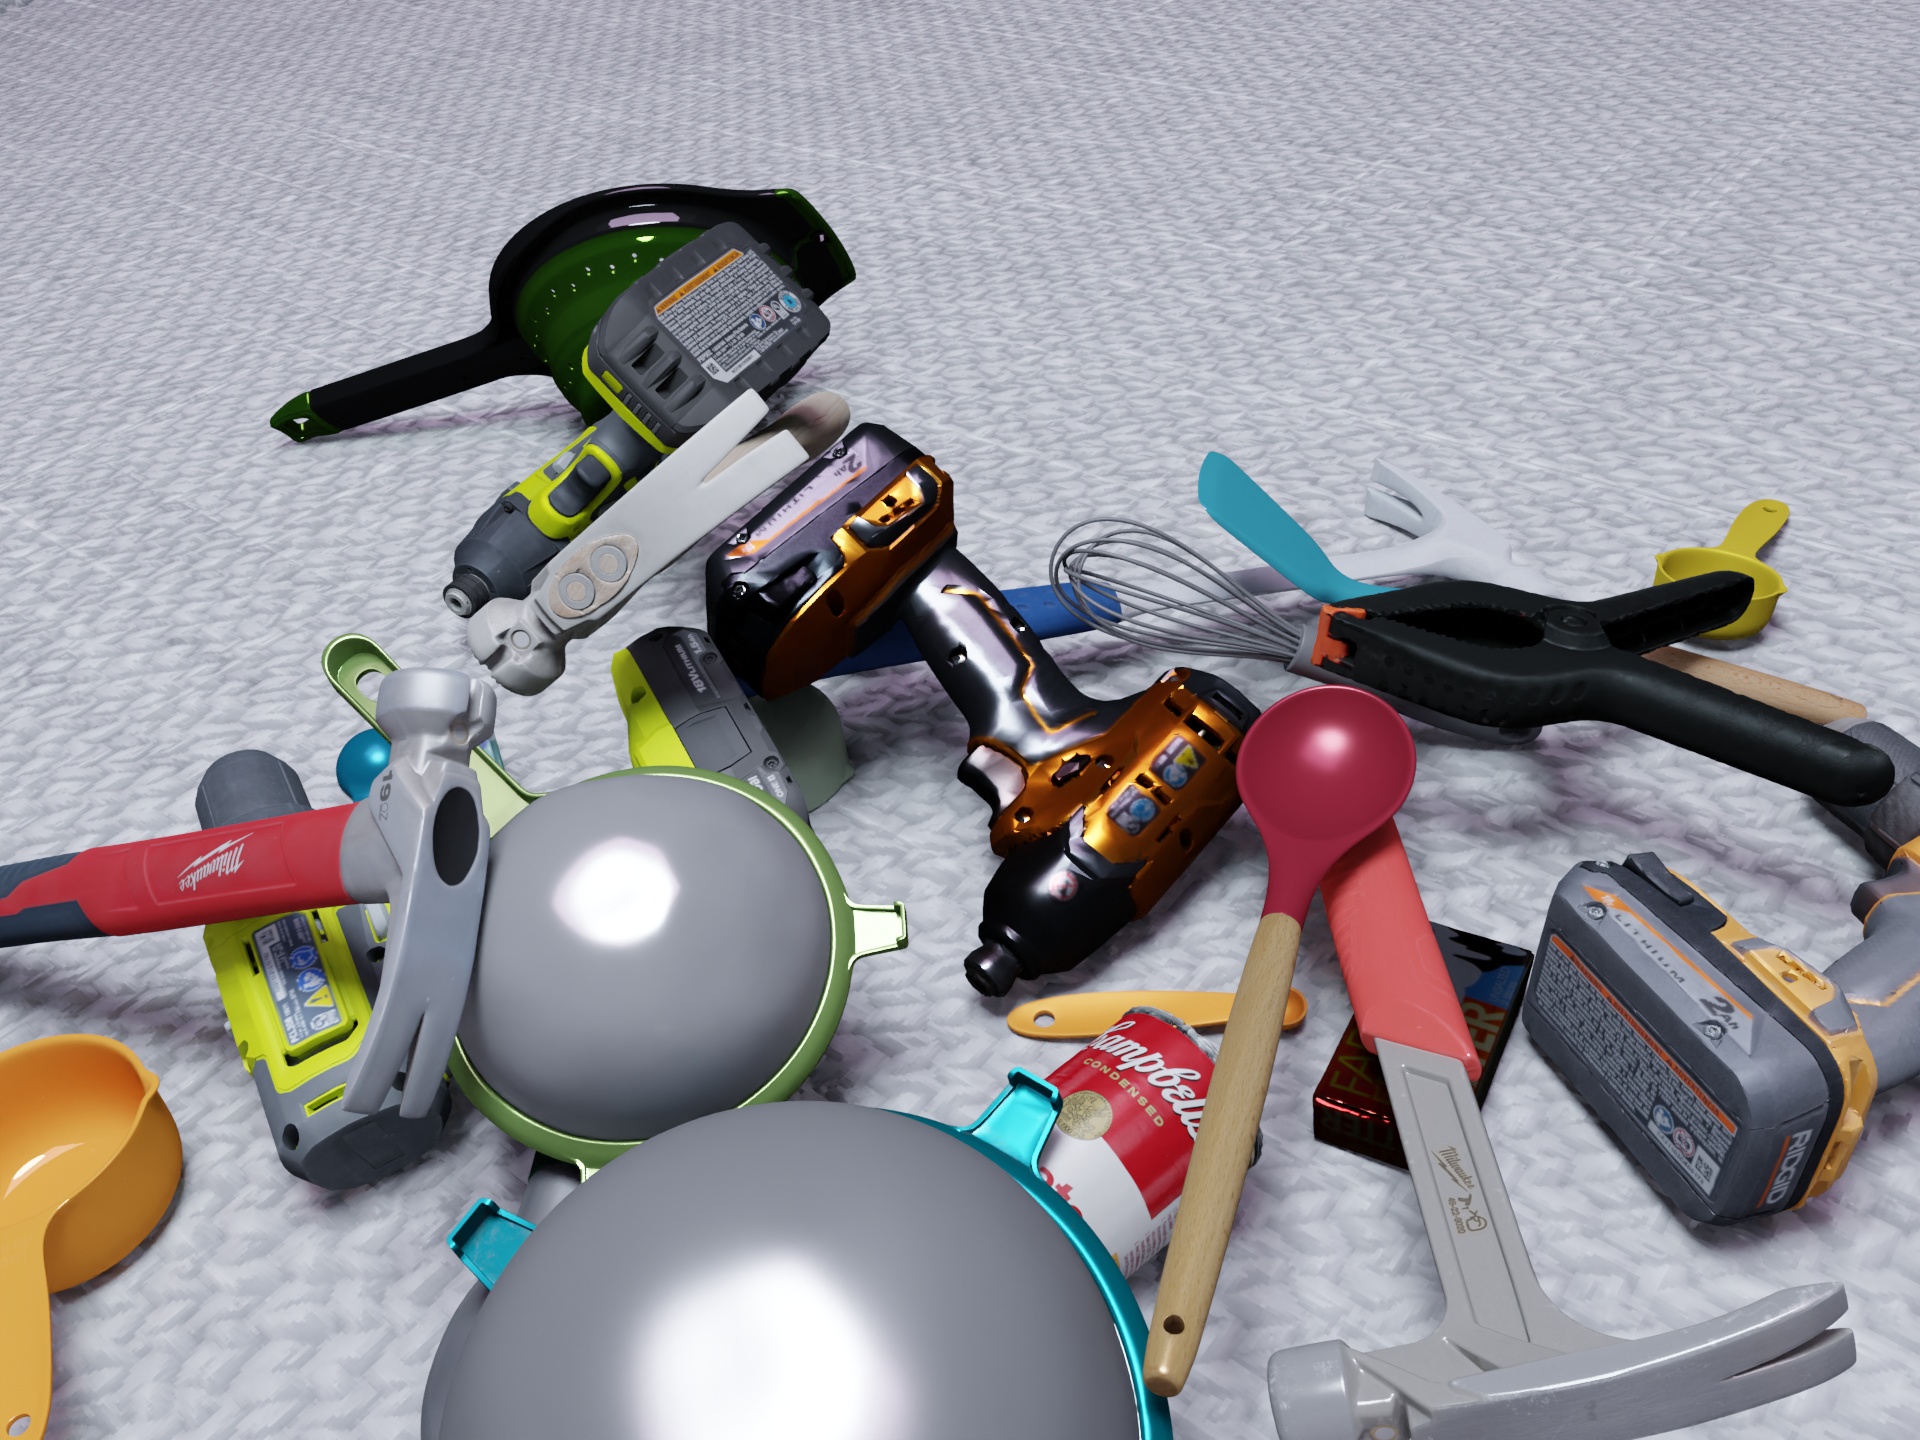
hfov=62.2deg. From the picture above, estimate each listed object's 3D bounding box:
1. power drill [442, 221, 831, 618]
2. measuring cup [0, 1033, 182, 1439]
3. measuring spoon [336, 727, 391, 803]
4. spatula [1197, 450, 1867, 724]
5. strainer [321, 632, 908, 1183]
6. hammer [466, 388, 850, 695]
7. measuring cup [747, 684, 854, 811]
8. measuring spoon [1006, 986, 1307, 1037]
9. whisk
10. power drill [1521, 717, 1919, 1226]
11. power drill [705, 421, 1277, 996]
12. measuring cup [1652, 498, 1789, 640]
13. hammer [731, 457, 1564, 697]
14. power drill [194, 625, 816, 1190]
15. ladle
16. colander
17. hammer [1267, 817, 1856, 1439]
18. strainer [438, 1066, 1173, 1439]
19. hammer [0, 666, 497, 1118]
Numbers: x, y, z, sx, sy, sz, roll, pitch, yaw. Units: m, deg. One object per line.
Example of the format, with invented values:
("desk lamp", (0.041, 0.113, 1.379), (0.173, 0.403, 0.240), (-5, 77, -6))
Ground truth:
("power drill", (-0.178, -0.144, 0.831), (0.080, 0.223, 0.171), (45, 44, -10))
("measuring cup", (-0.314, 0.188, 0.549), (0.095, 0.052, 0.174), (-19, 43, -16))
("measuring spoon", (-0.283, 0.043, 0.743), (0.042, 0.021, 0.129), (-6, 38, 0))
("spatula", (0.258, -0.053, 0.728), (0.317, 0.044, 0.082), (16, 29, 5))
("strainer", (-0.151, 0.038, 0.561), (0.256, 0.069, 0.151), (40, 69, 19))
("hammer", (-0.098, -0.124, 0.760), (0.146, 0.038, 0.411), (-37, 11, 17))
("measuring cup", (-0.099, 0.037, 0.713), (0.083, 0.038, 0.168), (2, 38, 10))
("measuring spoon", (0.076, 0.116, 0.622), (0.117, 0.011, 0.021), (-4, 40, 7))
("whisk", (0.154, -0.036, 0.719), (0.239, 0.055, 0.055), (19, 40, -5))
("power drill", (0.323, 0.076, 0.587), (0.226, 0.084, 0.186), (-13, 37, -14))
("power drill", (-0.001, -0.002, 0.664), (0.226, 0.084, 0.164), (40, 67, 10))
("measuring cup", (0.398, -0.080, 0.814), (0.062, 0.029, 0.156), (22, 35, 30))
("hammer", (0.083, -0.062, 0.785), (0.405, 0.035, 0.144), (-9, 38, -14))
("power drill", (-0.188, 0.053, 0.641), (0.228, 0.080, 0.191), (-25, 58, -14))
("ladle", (0.105, 0.087, 0.540), (0.069, 0.031, 0.316), (5, 36, 20))
("colander", (-0.255, -0.206, 0.989), (0.397, 0.204, 0.095), (-14, 72, 14))
("hammer", (0.165, 0.091, 0.565), (0.149, 0.036, 0.359), (-17, 28, 12))
("strainer", (-0.040, 0.227, 0.370), (0.211, 0.095, 0.341), (-13, 48, -1))
("hammer", (-0.325, 0.080, 0.600), (0.386, 0.038, 0.143), (-10, 68, 30))
